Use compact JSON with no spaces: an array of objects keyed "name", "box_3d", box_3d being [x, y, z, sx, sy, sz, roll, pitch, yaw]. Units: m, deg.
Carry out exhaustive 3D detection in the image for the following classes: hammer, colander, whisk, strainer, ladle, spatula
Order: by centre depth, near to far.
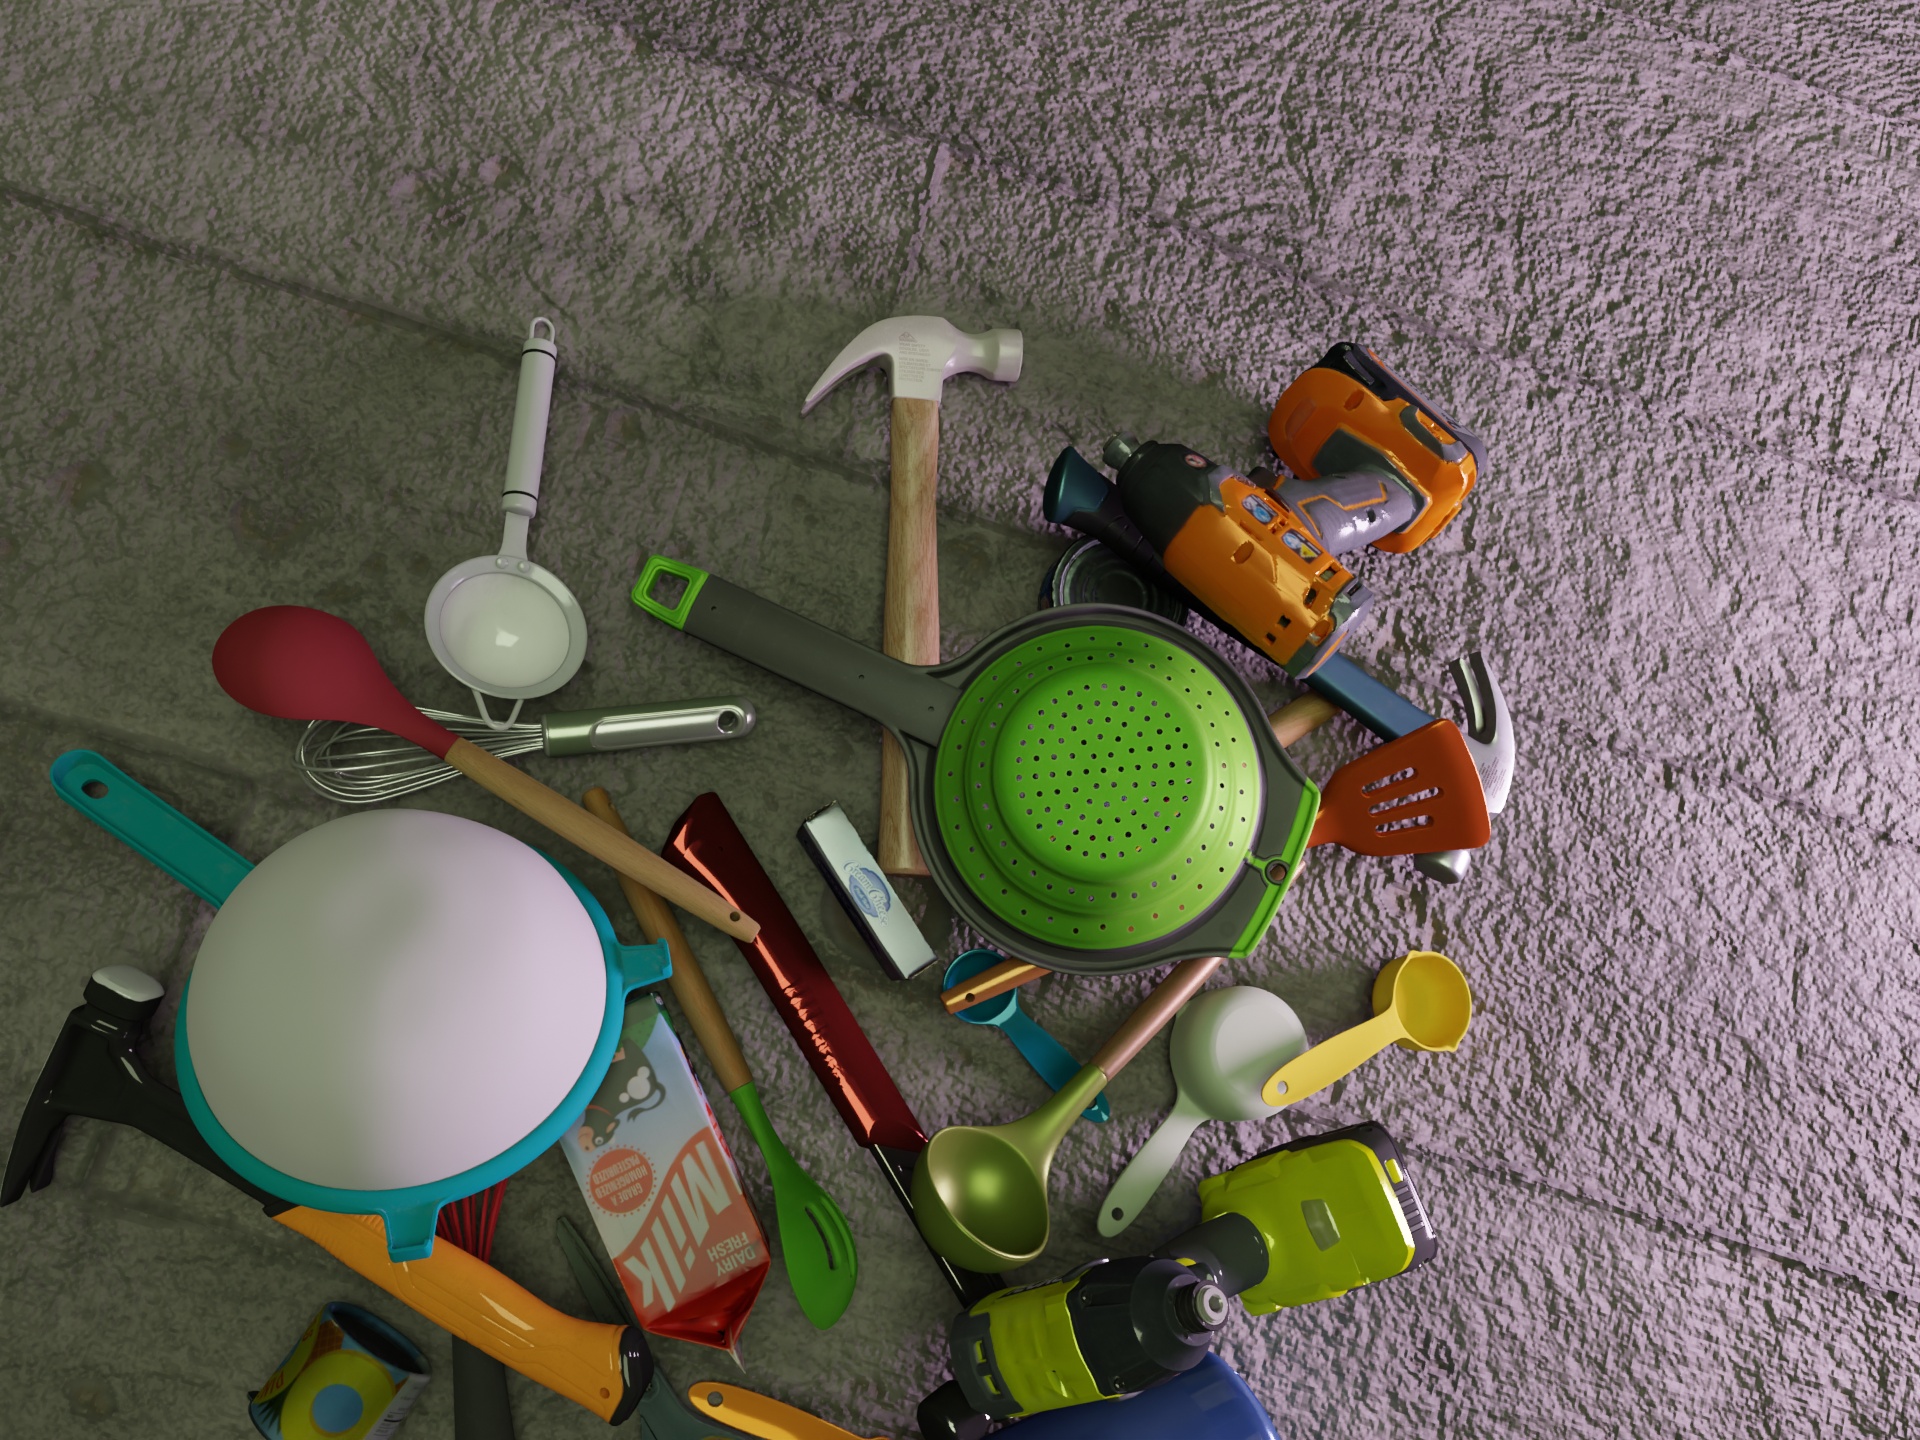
[{"name":"strainer","box_3d":[-0.321,0.084,0.766,0.340,0.095,0.211,30,54,13]},{"name":"hammer","box_3d":[-0.304,0.251,0.773,0.337,0.034,0.127,27,94,6]},{"name":"whisk","box_3d":[-0.252,0.266,0.812,0.073,0.073,0.296,-5,87,-10]},{"name":"ladle","box_3d":[-0.241,0.030,0.821,0.315,0.031,0.069,32,54,-4]},{"name":"colander","box_3d":[-0.001,-0.003,0.839,0.397,0.094,0.204,25,83,5]},{"name":"hammer","box_3d":[-0.047,0.193,0.856,0.149,0.036,0.359,-24,77,-40]},{"name":"ladle","box_3d":[0.094,0.169,0.856,0.078,0.062,0.320,45,62,9]},{"name":"whisk","box_3d":[-0.234,0.009,0.867,0.246,0.059,0.057,-6,107,-15]},{"name":"spatula","box_3d":[0.139,0.093,0.884,0.322,0.041,0.081,-24,104,-8]},{"name":"strainer","box_3d":[-0.246,-0.111,0.886,0.086,0.050,0.259,11,69,-25]},{"name":"hammer","box_3d":[0.185,-0.047,0.921,0.331,0.033,0.128,34,72,-8]},{"name":"hammer","box_3d":[-0.031,-0.076,0.922,0.130,0.031,0.331,2,80,-9]},{"name":"whisk","box_3d":[0.128,0.038,0.925,0.245,0.047,0.051,-30,98,-17]}]

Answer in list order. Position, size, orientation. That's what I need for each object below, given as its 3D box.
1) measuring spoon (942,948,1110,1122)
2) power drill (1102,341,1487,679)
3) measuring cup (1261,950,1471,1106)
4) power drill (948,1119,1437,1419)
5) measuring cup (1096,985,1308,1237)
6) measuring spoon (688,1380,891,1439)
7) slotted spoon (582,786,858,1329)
[{"name":"measuring spoon","box_3d":[0.038,0.180,0.899,0.042,0.021,0.128,-44,98,-8]},{"name":"power drill","box_3d":[0.186,-0.132,0.892,0.164,0.084,0.226,43,47,10]},{"name":"measuring cup","box_3d":[0.225,0.181,0.903,0.156,0.029,0.062,-22,87,-25]},{"name":"power drill","box_3d":[0.125,0.273,0.784,0.223,0.171,0.080,-9,71,-39]},{"name":"measuring cup","box_3d":[0.132,0.218,0.880,0.083,0.038,0.167,43,66,-2]},{"name":"measuring spoon","box_3d":[-0.089,0.374,0.846,0.117,0.011,0.021,20,86,-2]},{"name":"slotted spoon","box_3d":[-0.130,0.174,0.854,0.031,0.070,0.314,-31,80,13]}]
